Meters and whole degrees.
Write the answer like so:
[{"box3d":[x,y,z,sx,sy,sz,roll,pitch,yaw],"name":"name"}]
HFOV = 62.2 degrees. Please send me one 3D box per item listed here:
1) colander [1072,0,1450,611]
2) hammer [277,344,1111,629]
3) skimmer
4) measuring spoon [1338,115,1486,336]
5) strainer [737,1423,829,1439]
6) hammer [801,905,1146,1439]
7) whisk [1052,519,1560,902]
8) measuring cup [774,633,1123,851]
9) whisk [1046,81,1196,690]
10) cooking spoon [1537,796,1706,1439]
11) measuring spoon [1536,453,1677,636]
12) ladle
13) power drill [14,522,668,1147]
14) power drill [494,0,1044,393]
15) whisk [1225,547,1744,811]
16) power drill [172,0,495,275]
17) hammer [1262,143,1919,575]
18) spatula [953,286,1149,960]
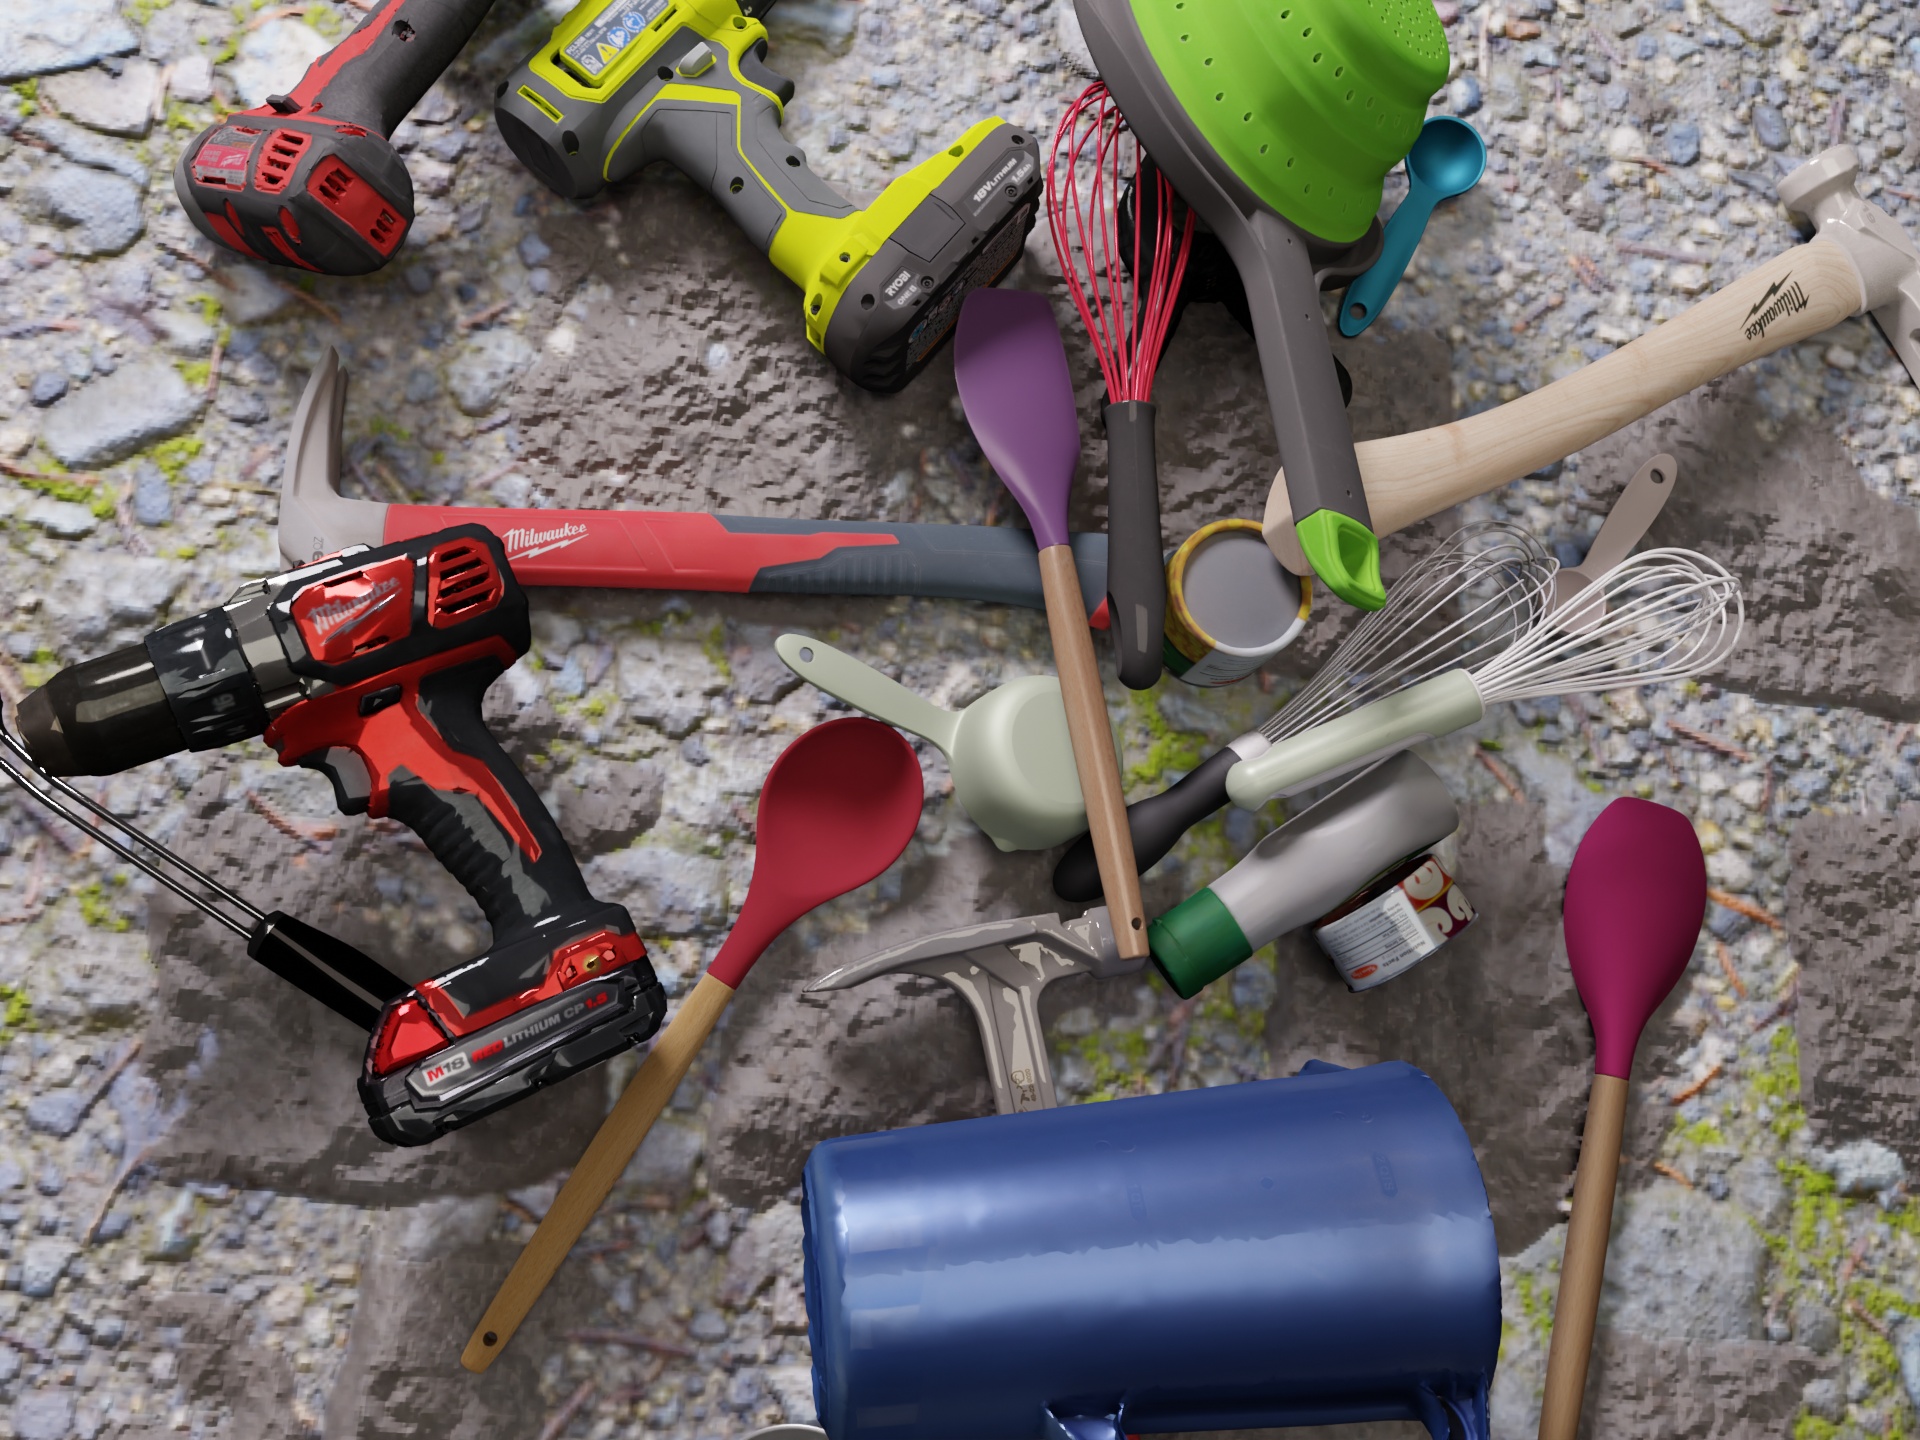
[{"box3d":[0.159,-0.234,0.682,0.204,0.094,0.397,18,55,-37],"name":"colander"},{"box3d":[-0.104,-0.091,0.724,0.386,0.038,0.143,1,77,-7],"name":"hammer"},{"box3d":[-0.345,0.065,0.635,0.363,0.090,0.127,33,109,-2],"name":"skimmer"},{"box3d":[0.224,-0.248,0.812,0.042,0.021,0.128,30,85,-1],"name":"measuring spoon"},{"box3d":[0.002,0.312,0.621,0.258,0.050,0.087,-9,87,13],"name":"strainer"},{"box3d":[0.039,0.263,0.661,0.149,0.036,0.359,-10,81,-13],"name":"hammer"},{"box3d":[0.160,-0.002,0.732,0.284,0.070,0.070,-33,84,-8],"name":"whisk"},{"box3d":[-0.001,-0.002,0.691,0.167,0.038,0.083,27,62,-20],"name":"measuring cup"},{"box3d":[0.076,-0.159,0.718,0.073,0.073,0.296,1,79,-7],"name":"whisk"},{"box3d":[0.293,0.188,0.724,0.068,0.017,0.319,16,76,-3],"name":"cooking spoon"},{"box3d":[0.322,-0.088,0.791,0.034,0.018,0.124,40,70,2],"name":"measuring spoon"},{"box3d":[-0.116,0.135,0.681,0.069,0.031,0.315,33,78,-2],"name":"ladle"},{"box3d":[-0.232,0.048,0.617,0.188,0.080,0.227,-23,88,-23],"name":"power drill"},{"box3d":[-0.075,-0.283,0.748,0.228,0.080,0.190,39,77,5],"name":"power drill"},{"box3d":[0.230,-0.014,0.696,0.246,0.057,0.059,-22,79,-3],"name":"whisk"},{"box3d":[-0.266,-0.301,0.711,0.143,0.078,0.220,19,76,36],"name":"power drill"},{"box3d":[0.320,-0.151,0.760,0.410,0.038,0.146,-26,83,-20],"name":"hammer"},{"box3d":[0.044,-0.051,0.700,0.059,0.018,0.316,-3,74,-25],"name":"spatula"}]
